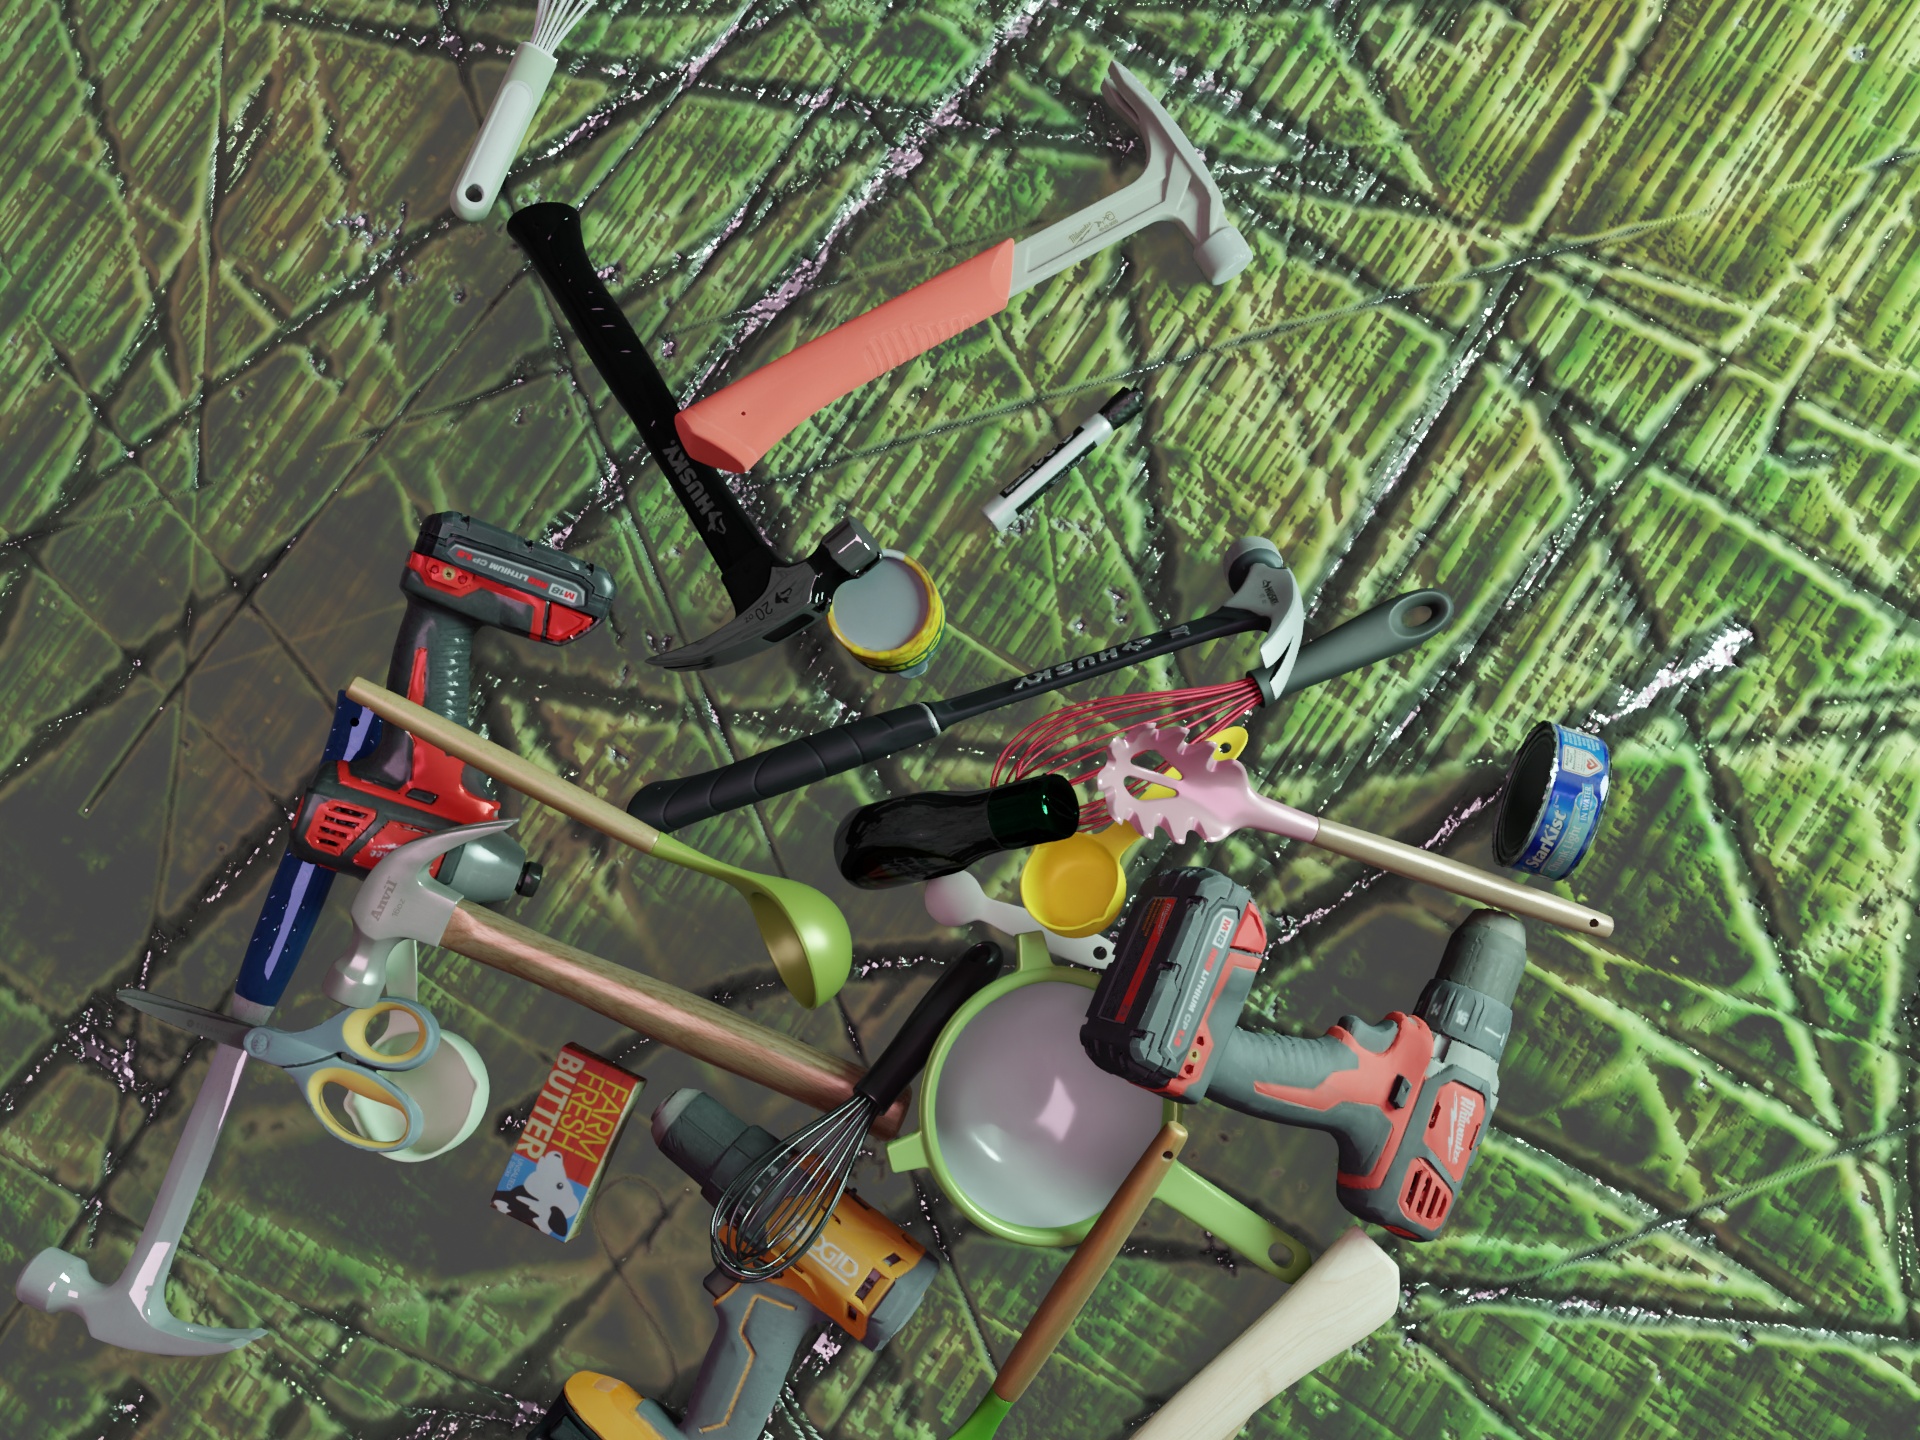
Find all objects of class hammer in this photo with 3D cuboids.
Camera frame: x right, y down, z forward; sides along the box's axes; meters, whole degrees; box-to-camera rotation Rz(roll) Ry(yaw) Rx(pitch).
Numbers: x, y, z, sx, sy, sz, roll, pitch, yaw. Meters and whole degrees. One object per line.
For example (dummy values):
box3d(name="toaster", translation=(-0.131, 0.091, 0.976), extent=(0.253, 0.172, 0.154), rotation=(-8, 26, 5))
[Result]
box3d(name="hammer", translation=(-0.422, 0.180, 0.955), extent=(0.144, 0.035, 0.405), rotation=(20, 86, 7))
box3d(name="hammer", translation=(-0.008, -0.252, 0.923), extent=(0.359, 0.036, 0.149), rotation=(-31, 83, -16))
box3d(name="hammer", translation=(-0.181, 0.158, 0.904), extent=(0.331, 0.031, 0.130), rotation=(24, 94, -7))
box3d(name="hammer", translation=(0.072, 0.421, 0.859), extent=(0.410, 0.038, 0.146), rotation=(-44, 98, -2))
box3d(name="hammer", translation=(-0.187, -0.181, 0.950), extent=(0.146, 0.035, 0.335), rotation=(-37, 72, 11))
box3d(name="hammer", translation=(-0.001, -0.003, 0.910), extent=(0.409, 0.149, 0.036), rotation=(-19, 115, 9))

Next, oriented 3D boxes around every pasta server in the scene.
box3d(name="pasta server", translation=(0.217, 0.069, 0.860), extent=(0.316, 0.040, 0.060), rotation=(18, 92, -10))

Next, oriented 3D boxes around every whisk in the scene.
box3d(name="whisk", translation=(-0.263, -0.428, 1.004), extent=(0.057, 0.059, 0.246), rotation=(25, 90, -21))
box3d(name="whisk", translation=(-0.052, 0.210, 0.883), extent=(0.055, 0.055, 0.239), rotation=(39, 63, 7))
box3d(name="whisk", translation=(0.153, -0.011, 0.922), extent=(0.296, 0.073, 0.073), rotation=(-24, 83, -5))

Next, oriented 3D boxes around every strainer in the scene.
box3d(name="strainer", translation=(0.086, 0.242, 0.902), extent=(0.256, 0.069, 0.151), rotation=(35, 78, -10))

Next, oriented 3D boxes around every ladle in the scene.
box3d(name="ladle", translation=(-0.202, 0.067, 0.895), extent=(0.320, 0.078, 0.062), rotation=(29, 68, -10))

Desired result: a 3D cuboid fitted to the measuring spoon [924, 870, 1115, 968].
box3d(name="measuring spoon", translation=(0.037, 0.120, 0.933), extent=(0.124, 0.018, 0.034), rotation=(20, 86, 6))

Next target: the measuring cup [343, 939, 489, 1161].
box3d(name="measuring cup", translation=(-0.324, 0.176, 0.949), extent=(0.083, 0.038, 0.168), rotation=(-10, 79, 4))

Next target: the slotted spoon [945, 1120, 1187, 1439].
box3d(name="slotted spoon", translation=(0.035, 0.344, 0.861), extent=(0.070, 0.031, 0.313), rotation=(28, 102, -15))

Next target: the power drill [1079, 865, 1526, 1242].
box3d(name="power drill", translation=(0.199, 0.157, 0.866), extent=(0.226, 0.080, 0.188), rotation=(28, 78, -13))

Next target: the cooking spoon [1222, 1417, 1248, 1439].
box3d(name="cooking spoon", translation=(0.128, 0.423, 0.894), extent=(0.069, 0.017, 0.319), rotation=(37, 88, 3))

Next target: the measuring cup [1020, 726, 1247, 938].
box3d(name="measuring cup", translation=(0.101, 0.061, 0.882), extent=(0.156, 0.029, 0.062), rotation=(-40, 57, -4))

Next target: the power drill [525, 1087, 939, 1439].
box3d(name="power drill", translation=(-0.148, 0.339, 0.896), extent=(0.185, 0.084, 0.226), rotation=(37, 84, 10))

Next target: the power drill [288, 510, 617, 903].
box3d(name="power drill", translation=(-0.287, -0.001, 0.932), extent=(0.143, 0.078, 0.219), rotation=(21, 89, -18))
